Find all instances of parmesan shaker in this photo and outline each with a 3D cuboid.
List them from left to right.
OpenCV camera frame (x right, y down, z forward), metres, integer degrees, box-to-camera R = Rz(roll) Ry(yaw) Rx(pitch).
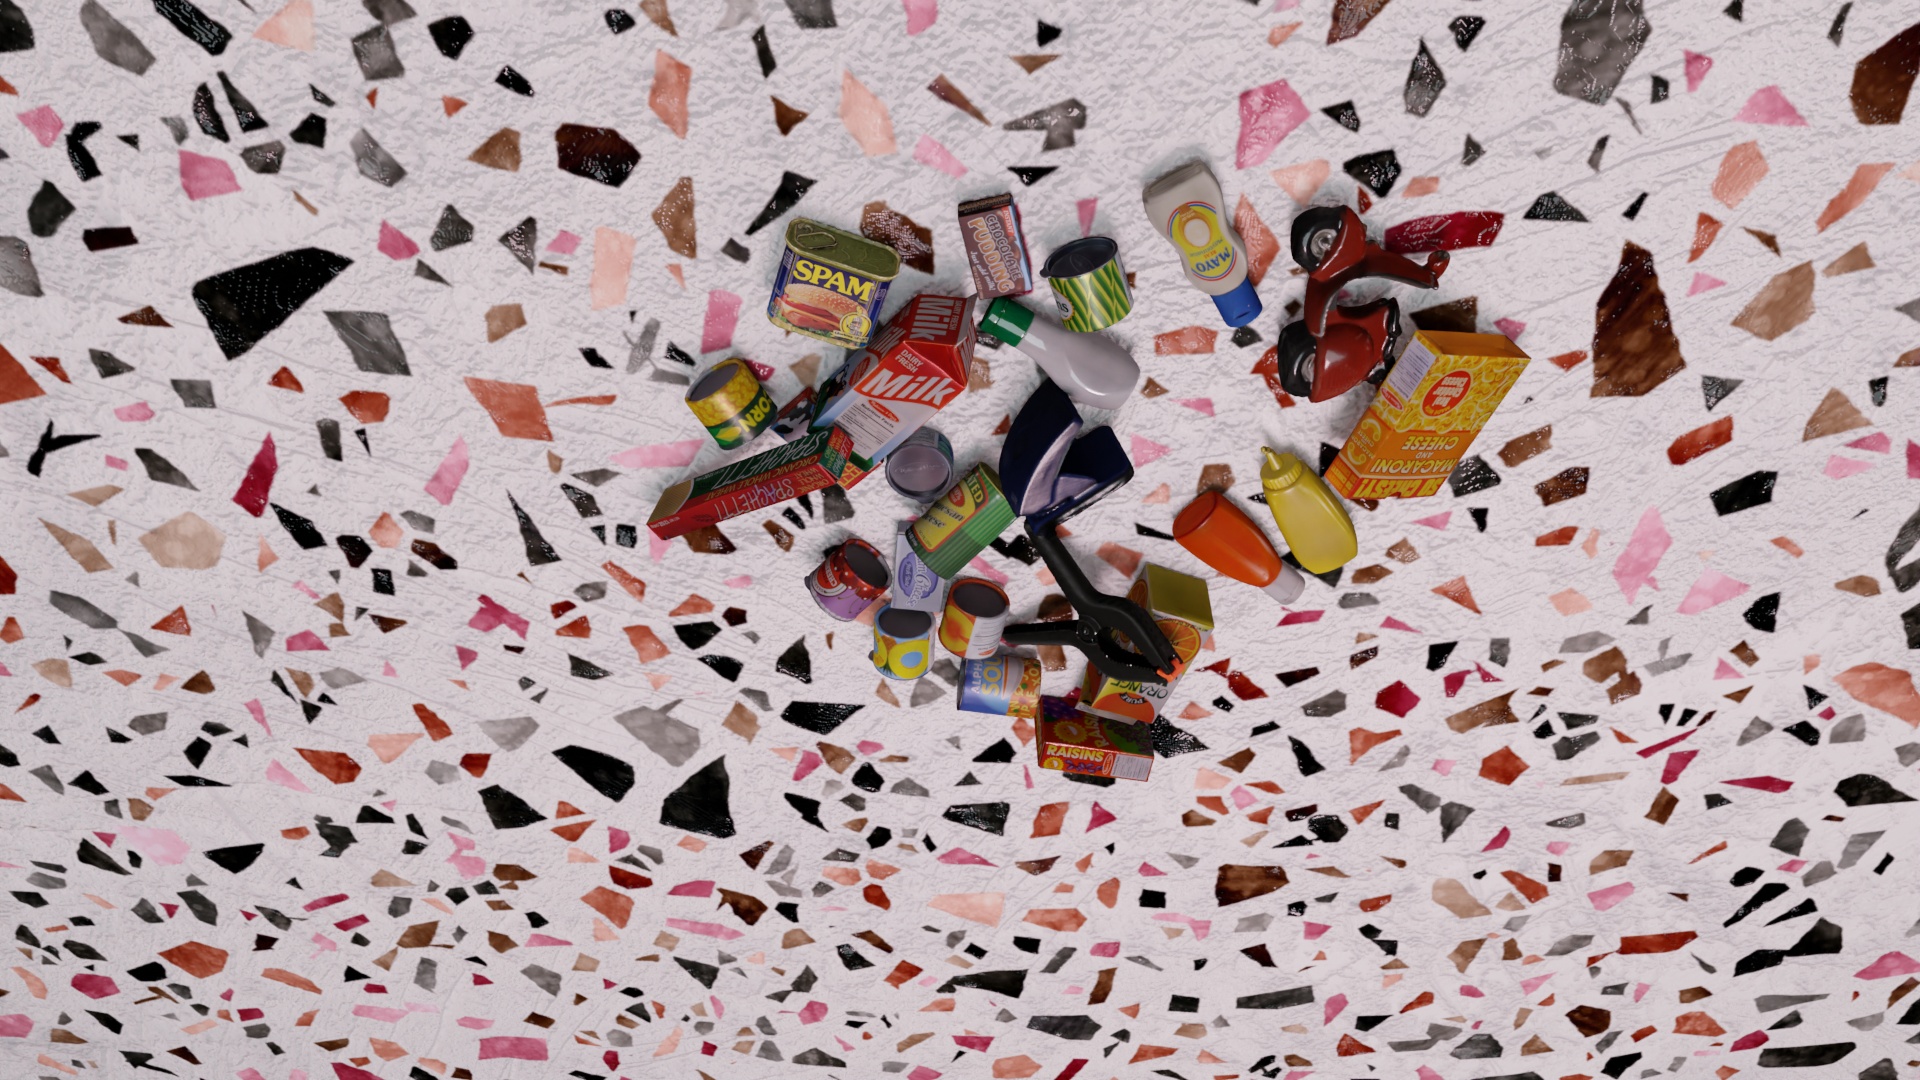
[{"bbox_3d":[0.005,-0.017,1.348,0.103,0.071,0.071,-42,117,11],"label":"parmesan shaker"}]

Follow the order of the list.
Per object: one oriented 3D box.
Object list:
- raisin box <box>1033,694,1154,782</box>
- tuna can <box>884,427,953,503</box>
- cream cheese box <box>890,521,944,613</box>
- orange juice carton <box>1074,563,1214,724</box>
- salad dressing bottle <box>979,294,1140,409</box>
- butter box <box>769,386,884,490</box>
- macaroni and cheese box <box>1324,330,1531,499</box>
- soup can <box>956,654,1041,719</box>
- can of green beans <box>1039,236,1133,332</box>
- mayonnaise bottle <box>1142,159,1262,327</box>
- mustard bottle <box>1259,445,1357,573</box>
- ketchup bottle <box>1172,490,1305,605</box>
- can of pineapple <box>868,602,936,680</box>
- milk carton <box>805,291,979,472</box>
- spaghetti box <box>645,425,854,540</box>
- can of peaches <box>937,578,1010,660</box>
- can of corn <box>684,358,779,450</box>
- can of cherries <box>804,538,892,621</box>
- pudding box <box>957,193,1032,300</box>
[{"bbox_3d":[0.146,0.217,1.529,0.123,0.086,0.039,9,121,-5],"label":"raisin box"},{"bbox_3d":[-0.039,-0.073,1.347,0.071,0.033,0.070,1,128,1],"label":"tuna can"},{"bbox_3d":[-0.042,0.028,1.430,0.053,0.024,0.103,5,128,-2],"label":"cream cheese box"},{"bbox_3d":[0.190,0.124,1.464,0.072,0.073,0.191,17,127,-12],"label":"orange juice carton"},{"bbox_3d":[0.089,-0.172,1.252,0.147,0.064,0.043,29,154,-9],"label":"salad dressing bottle"},{"bbox_3d":[-0.127,-0.097,1.337,0.053,0.024,0.103,-37,118,27],"label":"butter box"},{"bbox_3d":[0.424,-0.111,1.265,0.124,0.040,0.165,-3,133,-32],"label":"macaroni and cheese box"},{"bbox_3d":[0.042,0.154,1.497,0.084,0.072,0.071,7,128,-4],"label":"soup can"},{"bbox_3d":[0.112,-0.222,1.206,0.071,0.071,0.057,-14,126,13],"label":"can of green beans"},{"bbox_3d":[0.214,-0.251,1.195,0.064,0.041,0.147,-26,122,18],"label":"mayonnaise bottle"},{"bbox_3d":[0.331,-0.038,1.350,0.065,0.049,0.159,-26,122,20],"label":"mustard bottle"},{"bbox_3d":[0.284,0.013,1.395,0.148,0.044,0.064,35,122,-23],"label":"ketchup bottle"},{"bbox_3d":[-0.061,0.105,1.463,0.071,0.071,0.057,3,127,0],"label":"can of pineapple"},{"bbox_3d":[-0.050,-0.150,1.246,0.073,0.073,0.189,35,131,-22],"label":"milk carton"},{"bbox_3d":[-0.202,-0.052,1.309,0.249,0.050,0.028,-16,131,38],"label":"spaghetti box"},{"bbox_3d":[0.012,0.080,1.443,0.071,0.071,0.057,10,127,-6],"label":"can of peaches"},{"bbox_3d":[-0.211,-0.127,1.289,0.071,0.071,0.058,-23,123,19],"label":"can of corn"},{"bbox_3d":[-0.114,0.039,1.413,0.071,0.072,0.058,36,121,-23],"label":"can of cherries"},{"bbox_3d":[0.030,-0.255,1.206,0.049,0.030,0.083,-10,127,9],"label":"pudding box"}]
